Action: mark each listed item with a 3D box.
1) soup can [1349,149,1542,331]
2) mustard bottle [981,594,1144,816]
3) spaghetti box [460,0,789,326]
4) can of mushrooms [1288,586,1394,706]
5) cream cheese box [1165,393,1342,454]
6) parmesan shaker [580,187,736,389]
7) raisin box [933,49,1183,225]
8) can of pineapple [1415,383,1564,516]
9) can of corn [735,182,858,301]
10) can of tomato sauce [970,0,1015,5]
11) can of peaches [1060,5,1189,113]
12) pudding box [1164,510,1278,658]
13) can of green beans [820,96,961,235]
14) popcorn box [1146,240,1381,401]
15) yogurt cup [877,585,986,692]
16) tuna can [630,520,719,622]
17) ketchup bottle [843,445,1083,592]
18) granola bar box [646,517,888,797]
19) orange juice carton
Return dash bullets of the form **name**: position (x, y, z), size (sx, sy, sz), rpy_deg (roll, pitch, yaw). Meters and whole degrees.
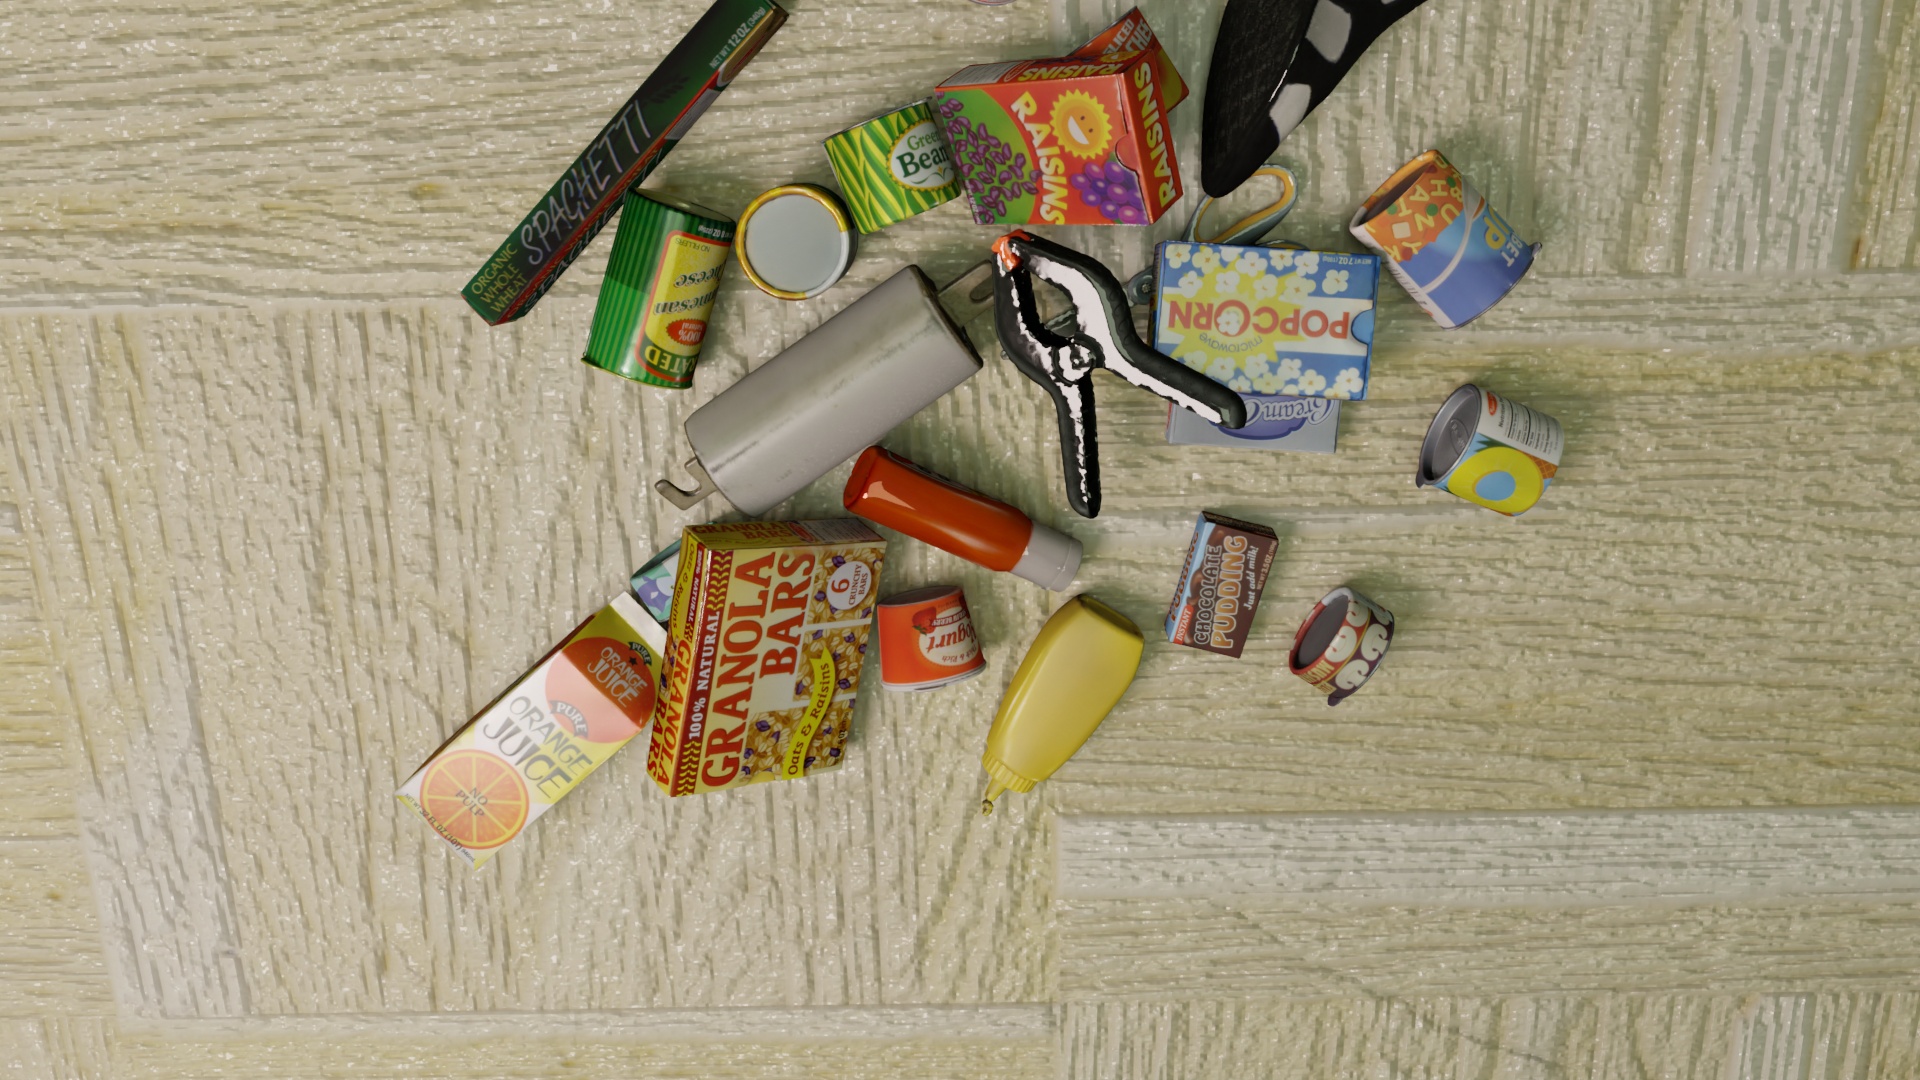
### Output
- **soup can**: position (0.281, -0.177, 0.807), size (0.083, 0.071, 0.071), rpy_deg (43, 102, -10)
- **mustard bottle**: position (0.054, 0.112, 0.897), size (0.065, 0.049, 0.160), rpy_deg (32, 104, -7)
- **spaghetti box**: position (-0.196, -0.223, 0.808), size (0.028, 0.050, 0.249), rpy_deg (44, 101, -9)
- **can of mushrooms**: position (0.237, 0.066, 0.873), size (0.033, 0.071, 0.071), rpy_deg (32, 103, -7)
- **cream cheese box**: position (0.181, -0.084, 0.855), size (0.104, 0.024, 0.053), rpy_deg (4, 106, 0)
- **parmesan shaker**: position (-0.178, -0.148, 0.817), size (0.071, 0.071, 0.102), rpy_deg (18, 105, -4)
- **raisin box**: position (0.054, -0.220, 0.766), size (0.123, 0.040, 0.085), rpy_deg (10, 132, 37)
- **can of pineapple**: position (0.320, -0.053, 0.842), size (0.058, 0.071, 0.070), rpy_deg (21, 105, -5)
- **can of corn**: position (-0.098, -0.177, 0.815), size (0.071, 0.058, 0.071), rpy_deg (0, 105, 0)
- **can of tomato sauce**: position (0.018, -0.333, 0.759), size (0.071, 0.083, 0.071), rpy_deg (0, 106, 0)
- **can of peaches**: position (0.088, -0.258, 0.785), size (0.071, 0.071, 0.058), rpy_deg (-34, 103, 9)
- **pudding box**: position (0.165, 0.028, 0.883), size (0.050, 0.030, 0.083), rpy_deg (15, 105, -2)
- **can of green beans**: position (-0.039, -0.215, 0.800), size (0.071, 0.071, 0.057), rpy_deg (-21, 105, 6)
- **popcorn box**: position (0.174, -0.128, 0.813), size (0.127, 0.038, 0.085), rpy_deg (4, 98, 1)
- **yogurt cup**: position (-0.021, 0.060, 0.877), size (0.072, 0.072, 0.054), rpy_deg (-10, 97, 3)
- **tuna can**: position (-0.171, 0.019, 0.867), size (0.071, 0.071, 0.033), rpy_deg (-32, 102, 9)
- **ketchup bottle**: position (0.003, -0.011, 0.859), size (0.149, 0.065, 0.043), rpy_deg (23, 87, -15)
- **granola bar box**: position (-0.119, 0.071, 0.853), size (0.124, 0.039, 0.165), rpy_deg (-3, 114, -38)
- **orange juice carton**: position (-0.259, 0.116, 0.888), size (0.192, 0.073, 0.071), rpy_deg (-40, 101, 10)
